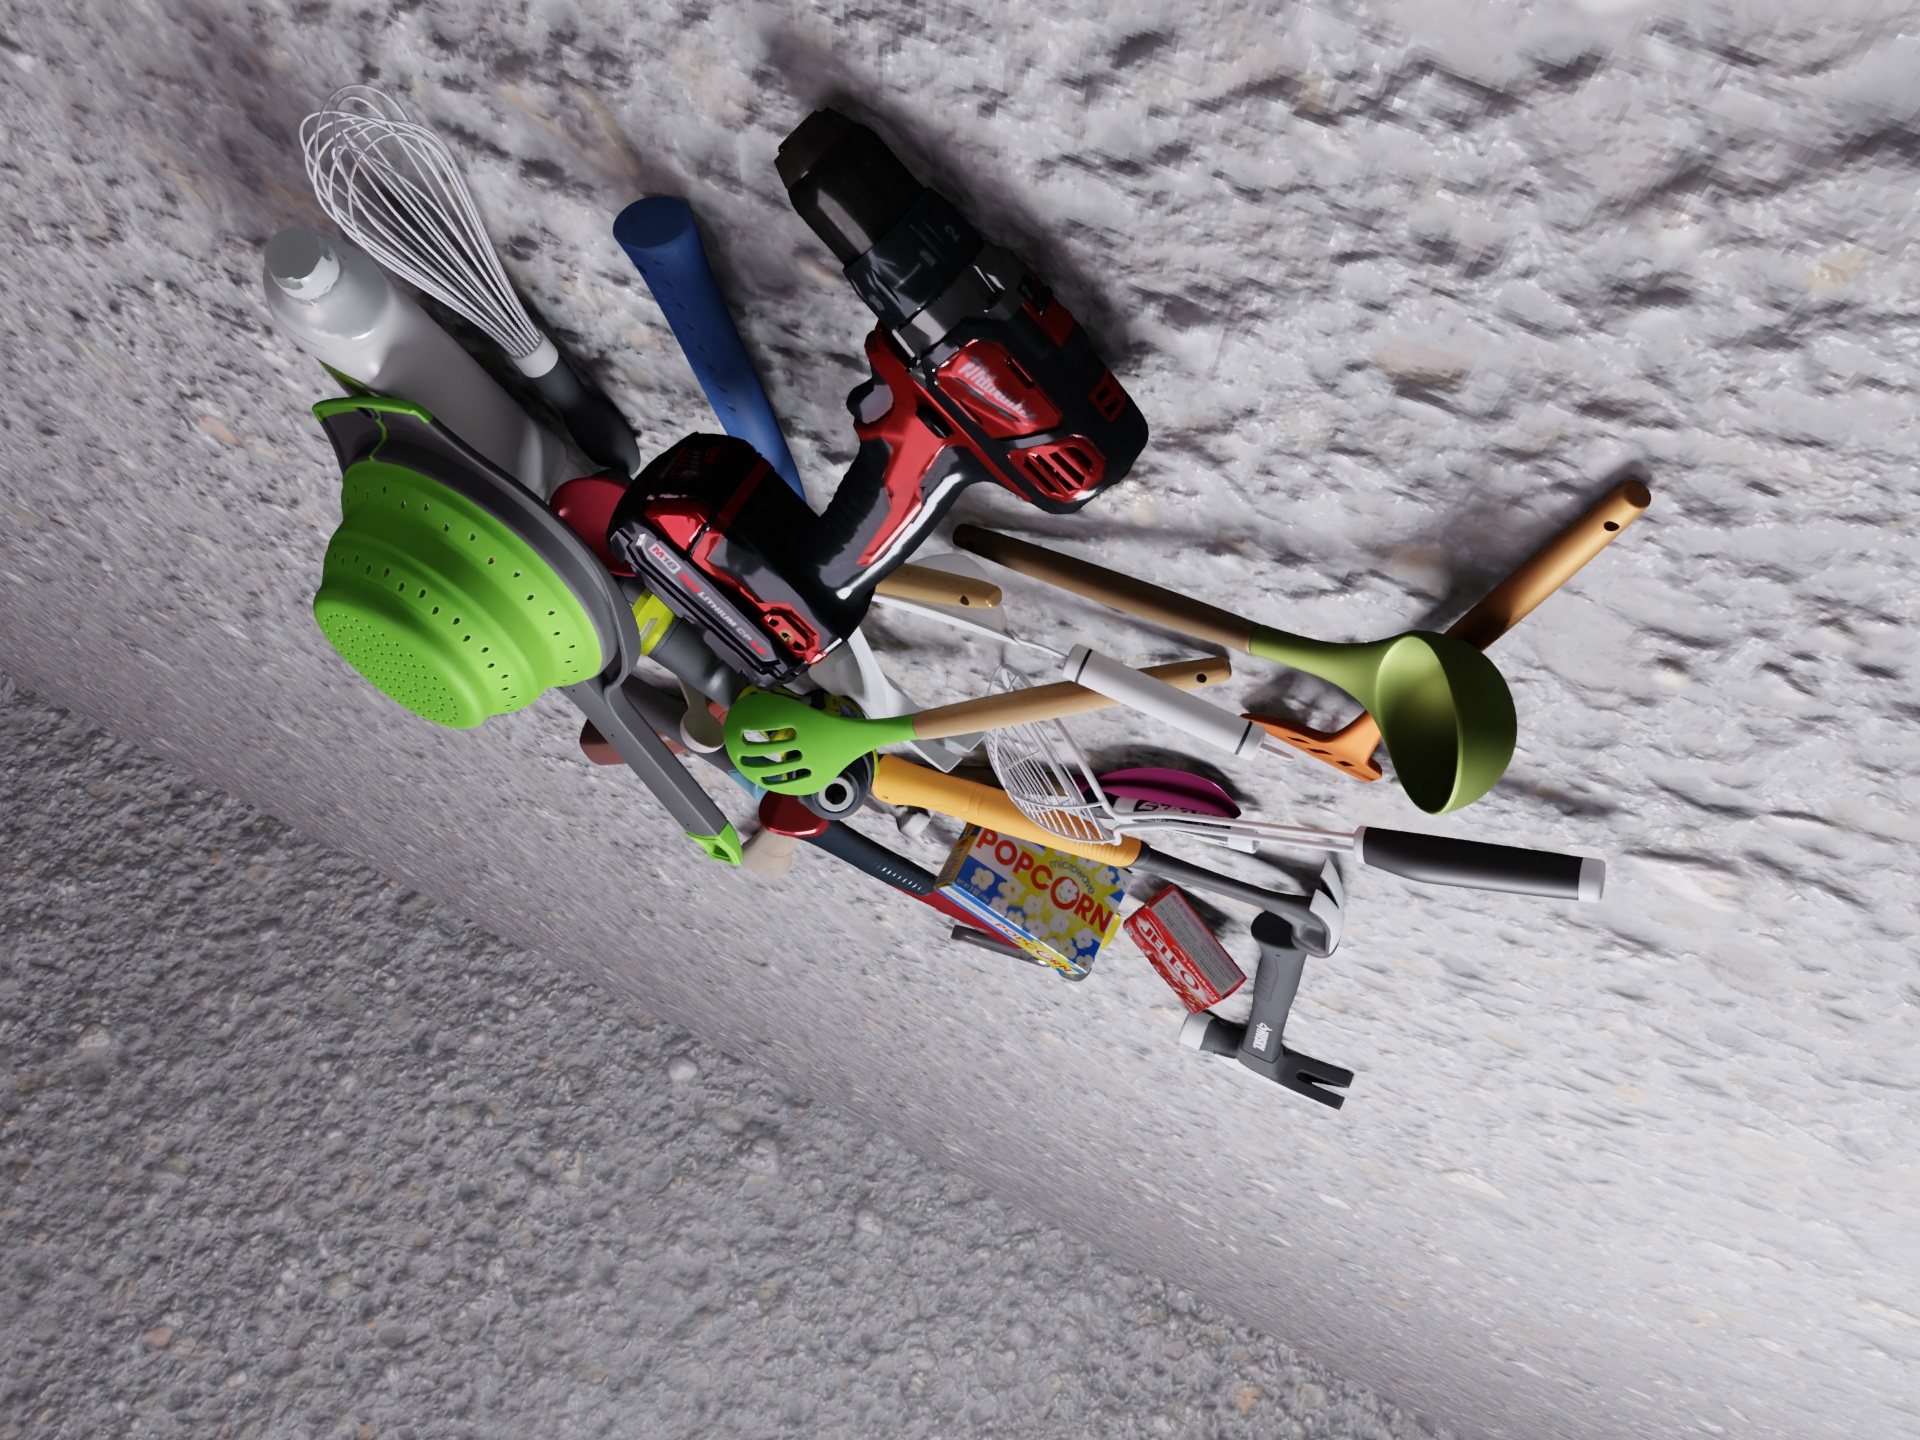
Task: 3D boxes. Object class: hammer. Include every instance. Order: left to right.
[{"bbox_3d":[-0.256,-0.025,1.213,0.331,0.033,0.128,30,161,30],"label":"hammer"},{"bbox_3d":[-0.146,0.081,1.387,0.146,0.038,0.410,34,158,-9],"label":"hammer"},{"bbox_3d":[-0.086,-0.109,0.872,0.144,0.035,0.405,36,162,33],"label":"hammer"},{"bbox_3d":[-0.041,0.127,1.254,0.143,0.038,0.385,12,165,37],"label":"hammer"},{"bbox_3d":[0.089,0.080,1.061,0.337,0.034,0.127,17,162,19],"label":"hammer"},{"bbox_3d":[0.244,0.220,1.221,0.146,0.035,0.334,23,157,17],"label":"hammer"}]

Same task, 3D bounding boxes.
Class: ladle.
[{"bbox_3d":[-0.106,-0.089,0.840,0.316,0.031,0.069,14,140,37],"label":"ladle"},{"bbox_3d":[0.110,-0.042,0.747,0.320,0.062,0.078,24,130,36],"label":"ladle"}]

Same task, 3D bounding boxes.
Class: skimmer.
[{"bbox_3d":[0.172,0.037,0.892,0.363,0.090,0.127,7,145,29],"label":"skimmer"}]

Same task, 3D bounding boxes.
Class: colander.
[{"bbox_3d":[-0.255,-0.009,0.940,0.205,0.094,0.396,9,145,39],"label":"colander"}]

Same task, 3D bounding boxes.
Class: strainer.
[{"bbox_3d":[0.054,-0.035,0.828,0.258,0.050,0.087,25,-178,7],"label":"strainer"}]

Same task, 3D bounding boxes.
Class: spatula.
[{"bbox_3d":[0.216,-0.029,0.731,0.081,0.041,0.322,26,154,-2],"label":"spatula"}]

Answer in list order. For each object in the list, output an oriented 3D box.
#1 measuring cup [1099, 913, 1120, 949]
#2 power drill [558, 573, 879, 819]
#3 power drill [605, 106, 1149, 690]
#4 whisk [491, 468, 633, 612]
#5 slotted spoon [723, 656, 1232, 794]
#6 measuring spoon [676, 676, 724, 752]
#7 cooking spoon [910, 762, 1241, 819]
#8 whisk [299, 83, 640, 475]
[{"bbox_3d":[0.074,0.135,1.246,0.062,0.029,0.156,10,153,39],"label":"measuring cup"},{"bbox_3d":[-0.151,-0.020,1.044,0.228,0.080,0.191,36,-175,-12],"label":"power drill"},{"bbox_3d":[-0.056,-0.131,0.687,0.226,0.080,0.187,-31,113,35],"label":"power drill"},{"bbox_3d":[-0.273,-0.101,1.042,0.073,0.073,0.296,36,149,-18],"label":"whisk"},{"bbox_3d":[-0.001,-0.003,0.895,0.314,0.031,0.070,-10,115,23],"label":"slotted spoon"},{"bbox_3d":[-0.198,-0.024,1.141,0.034,0.124,0.018,11,134,-40],"label":"measuring spoon"},{"bbox_3d":[0.057,0.042,1.081,0.319,0.017,0.068,2,147,48],"label":"cooking spoon"},{"bbox_3d":[-0.243,-0.216,0.840,0.070,0.070,0.284,17,161,28],"label":"whisk"}]
